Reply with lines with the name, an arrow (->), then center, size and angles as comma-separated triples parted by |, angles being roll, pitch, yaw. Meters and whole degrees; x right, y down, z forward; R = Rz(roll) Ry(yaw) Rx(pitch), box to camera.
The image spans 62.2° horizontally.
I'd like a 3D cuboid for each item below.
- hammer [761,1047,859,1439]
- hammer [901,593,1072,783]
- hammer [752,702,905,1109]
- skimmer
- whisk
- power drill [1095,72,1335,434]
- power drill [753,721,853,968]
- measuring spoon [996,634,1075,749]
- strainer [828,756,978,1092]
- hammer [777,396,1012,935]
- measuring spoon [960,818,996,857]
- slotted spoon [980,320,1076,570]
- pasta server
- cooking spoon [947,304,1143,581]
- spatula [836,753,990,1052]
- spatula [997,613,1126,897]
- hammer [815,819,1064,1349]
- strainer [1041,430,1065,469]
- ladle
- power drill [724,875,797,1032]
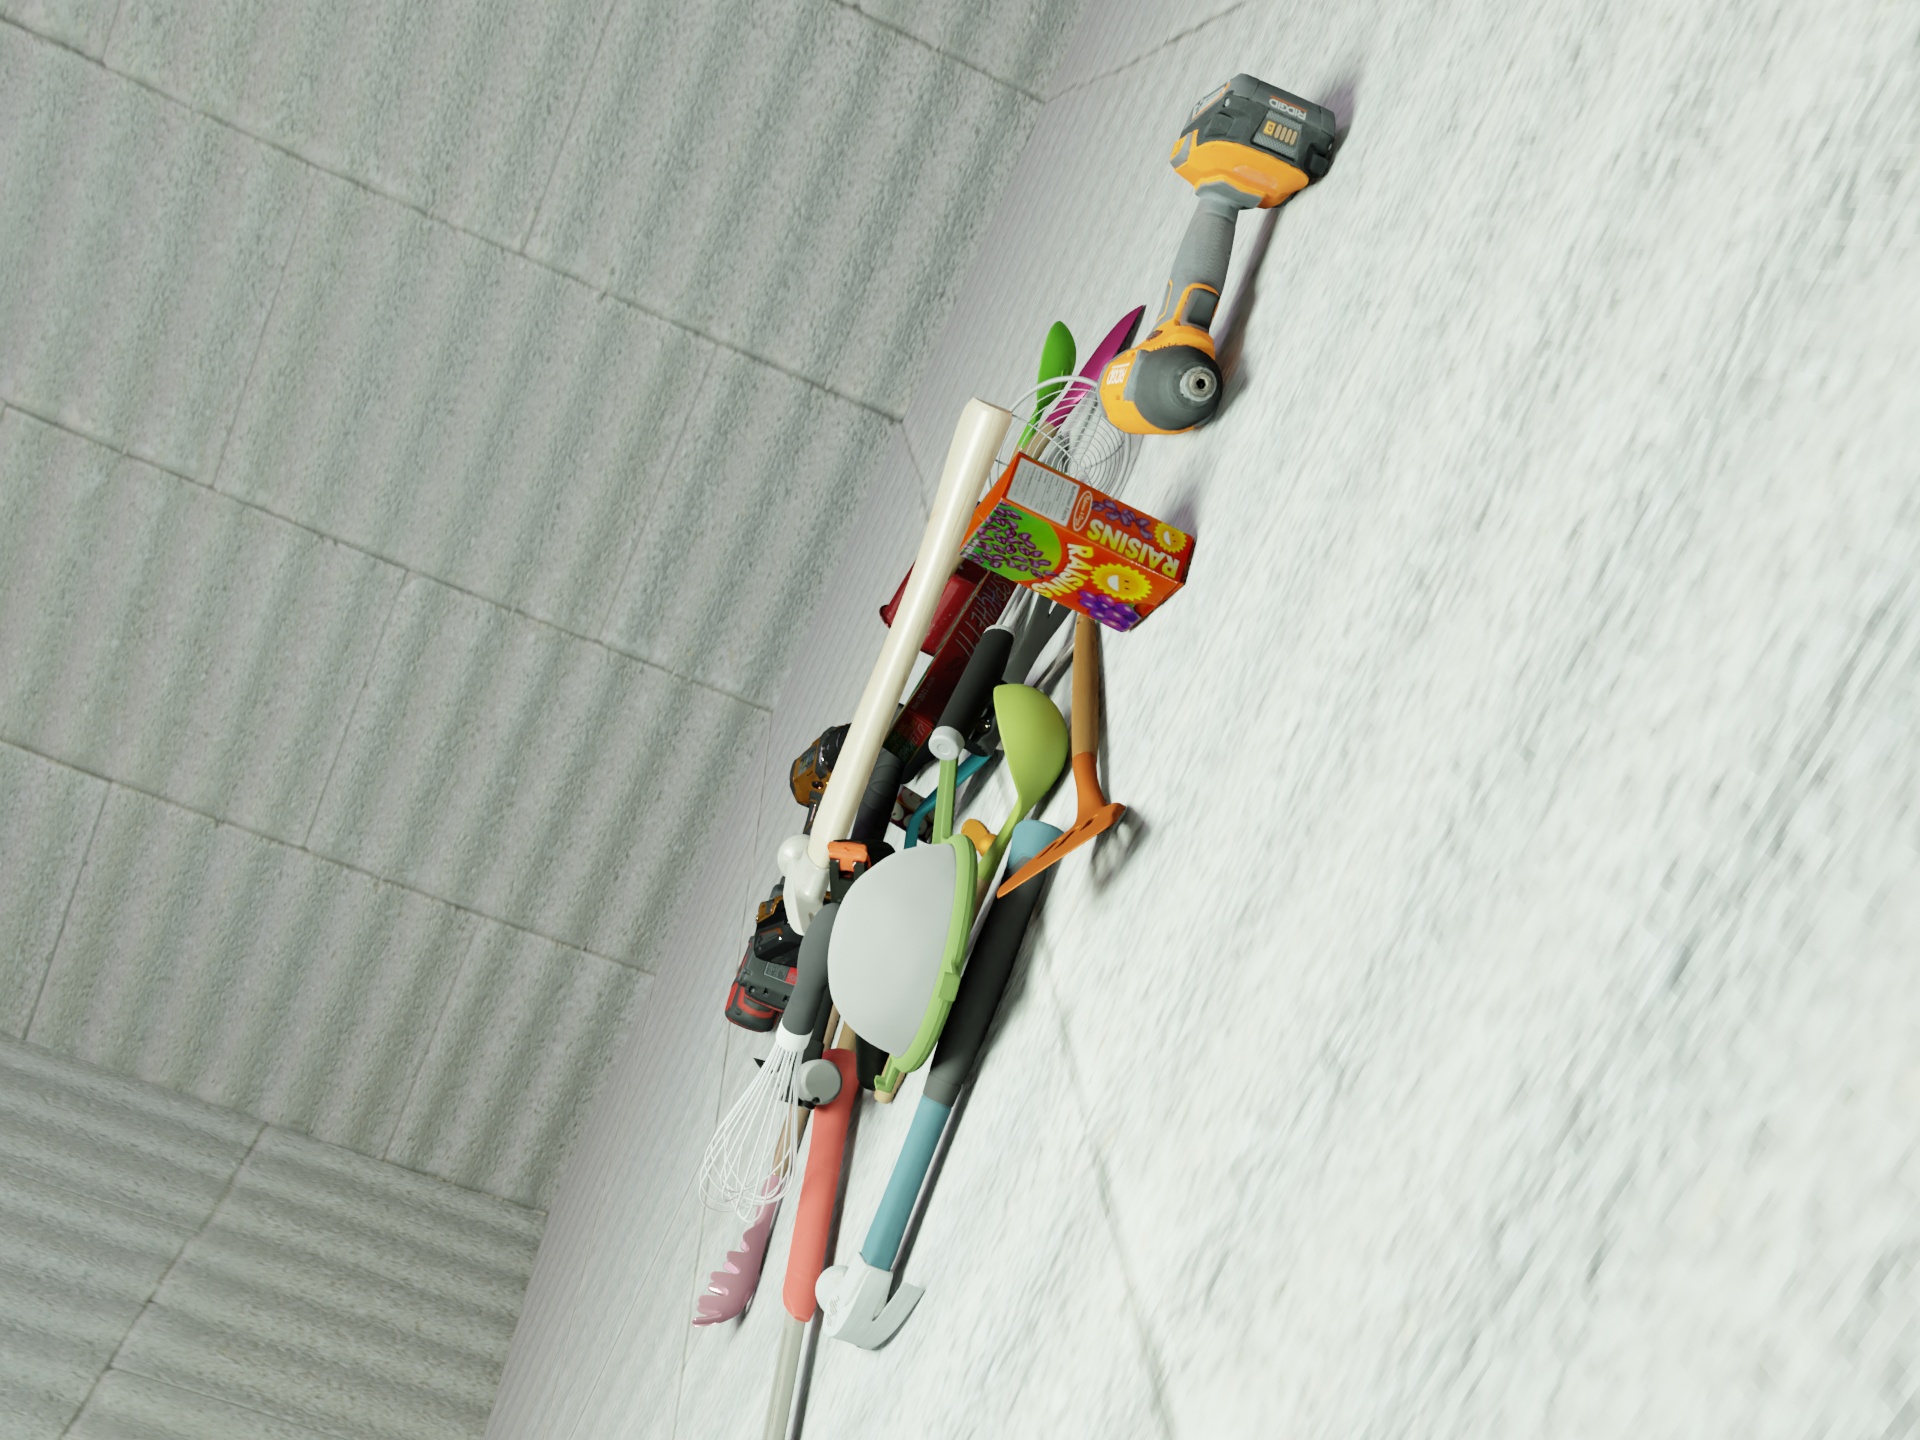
hammer -> -0.104, 0.370, 1.097 | 0.359, 0.036, 0.149 | -82, 18, -51
hammer -> -0.002, -0.004, 1.333 | 0.149, 0.036, 0.409 | -58, 6, -17
hammer -> -0.088, 0.138, 1.252 | 0.146, 0.035, 0.335 | -29, 42, 64
skimmer -> 0.034, -0.120, 1.142 | 0.127, 0.090, 0.363 | -8, 36, 30
whisk -> -0.123, 0.239, 1.093 | 0.070, 0.070, 0.284 | -88, 15, -61
power drill -> 0.165, -0.298, 1.051 | 0.164, 0.084, 0.226 | -127, 56, -77
power drill -> -0.120, 0.109, 1.496 | 0.185, 0.084, 0.226 | 145, 137, -60
measuring spoon -> 0.062, -0.021, 1.160 | 0.124, 0.018, 0.034 | -52, 8, 31
strainer -> -0.039, 0.095, 1.013 | 0.151, 0.069, 0.257 | 118, 163, -50
hammer -> -0.047, -0.035, 1.168 | 0.146, 0.038, 0.410 | -121, 50, -67
measuring spoon -> 0.010, 0.086, 1.187 | 0.117, 0.011, 0.021 | -158, 91, -80
slotted spoon -> 0.056, -0.242, 1.497 | 0.070, 0.031, 0.313 | -60, -5, -40
pasta server -> -0.156, 0.362, 1.359 | 0.060, 0.040, 0.316 | 110, 178, -61
cooking spoon -> 0.064, -0.239, 1.399 | 0.319, 0.017, 0.069 | -54, 8, -3
spatula -> -0.044, 0.155, 1.274 | 0.082, 0.044, 0.317 | -88, 17, -80
spatula -> 0.071, 0.006, 0.979 | 0.081, 0.041, 0.323 | -36, 22, 23
hammer -> -0.009, 0.217, 0.963 | 0.128, 0.033, 0.331 | 167, 125, -78
strainer -> 0.074, -0.202, 1.389 | 0.259, 0.050, 0.086 | -74, 9, -57
ladle -> -0.006, 0.123, 1.080 | 0.078, 0.062, 0.320 | -72, 5, -73
power drill -> -0.181, 0.227, 1.661 | 0.226, 0.080, 0.188 | 135, 156, -70
